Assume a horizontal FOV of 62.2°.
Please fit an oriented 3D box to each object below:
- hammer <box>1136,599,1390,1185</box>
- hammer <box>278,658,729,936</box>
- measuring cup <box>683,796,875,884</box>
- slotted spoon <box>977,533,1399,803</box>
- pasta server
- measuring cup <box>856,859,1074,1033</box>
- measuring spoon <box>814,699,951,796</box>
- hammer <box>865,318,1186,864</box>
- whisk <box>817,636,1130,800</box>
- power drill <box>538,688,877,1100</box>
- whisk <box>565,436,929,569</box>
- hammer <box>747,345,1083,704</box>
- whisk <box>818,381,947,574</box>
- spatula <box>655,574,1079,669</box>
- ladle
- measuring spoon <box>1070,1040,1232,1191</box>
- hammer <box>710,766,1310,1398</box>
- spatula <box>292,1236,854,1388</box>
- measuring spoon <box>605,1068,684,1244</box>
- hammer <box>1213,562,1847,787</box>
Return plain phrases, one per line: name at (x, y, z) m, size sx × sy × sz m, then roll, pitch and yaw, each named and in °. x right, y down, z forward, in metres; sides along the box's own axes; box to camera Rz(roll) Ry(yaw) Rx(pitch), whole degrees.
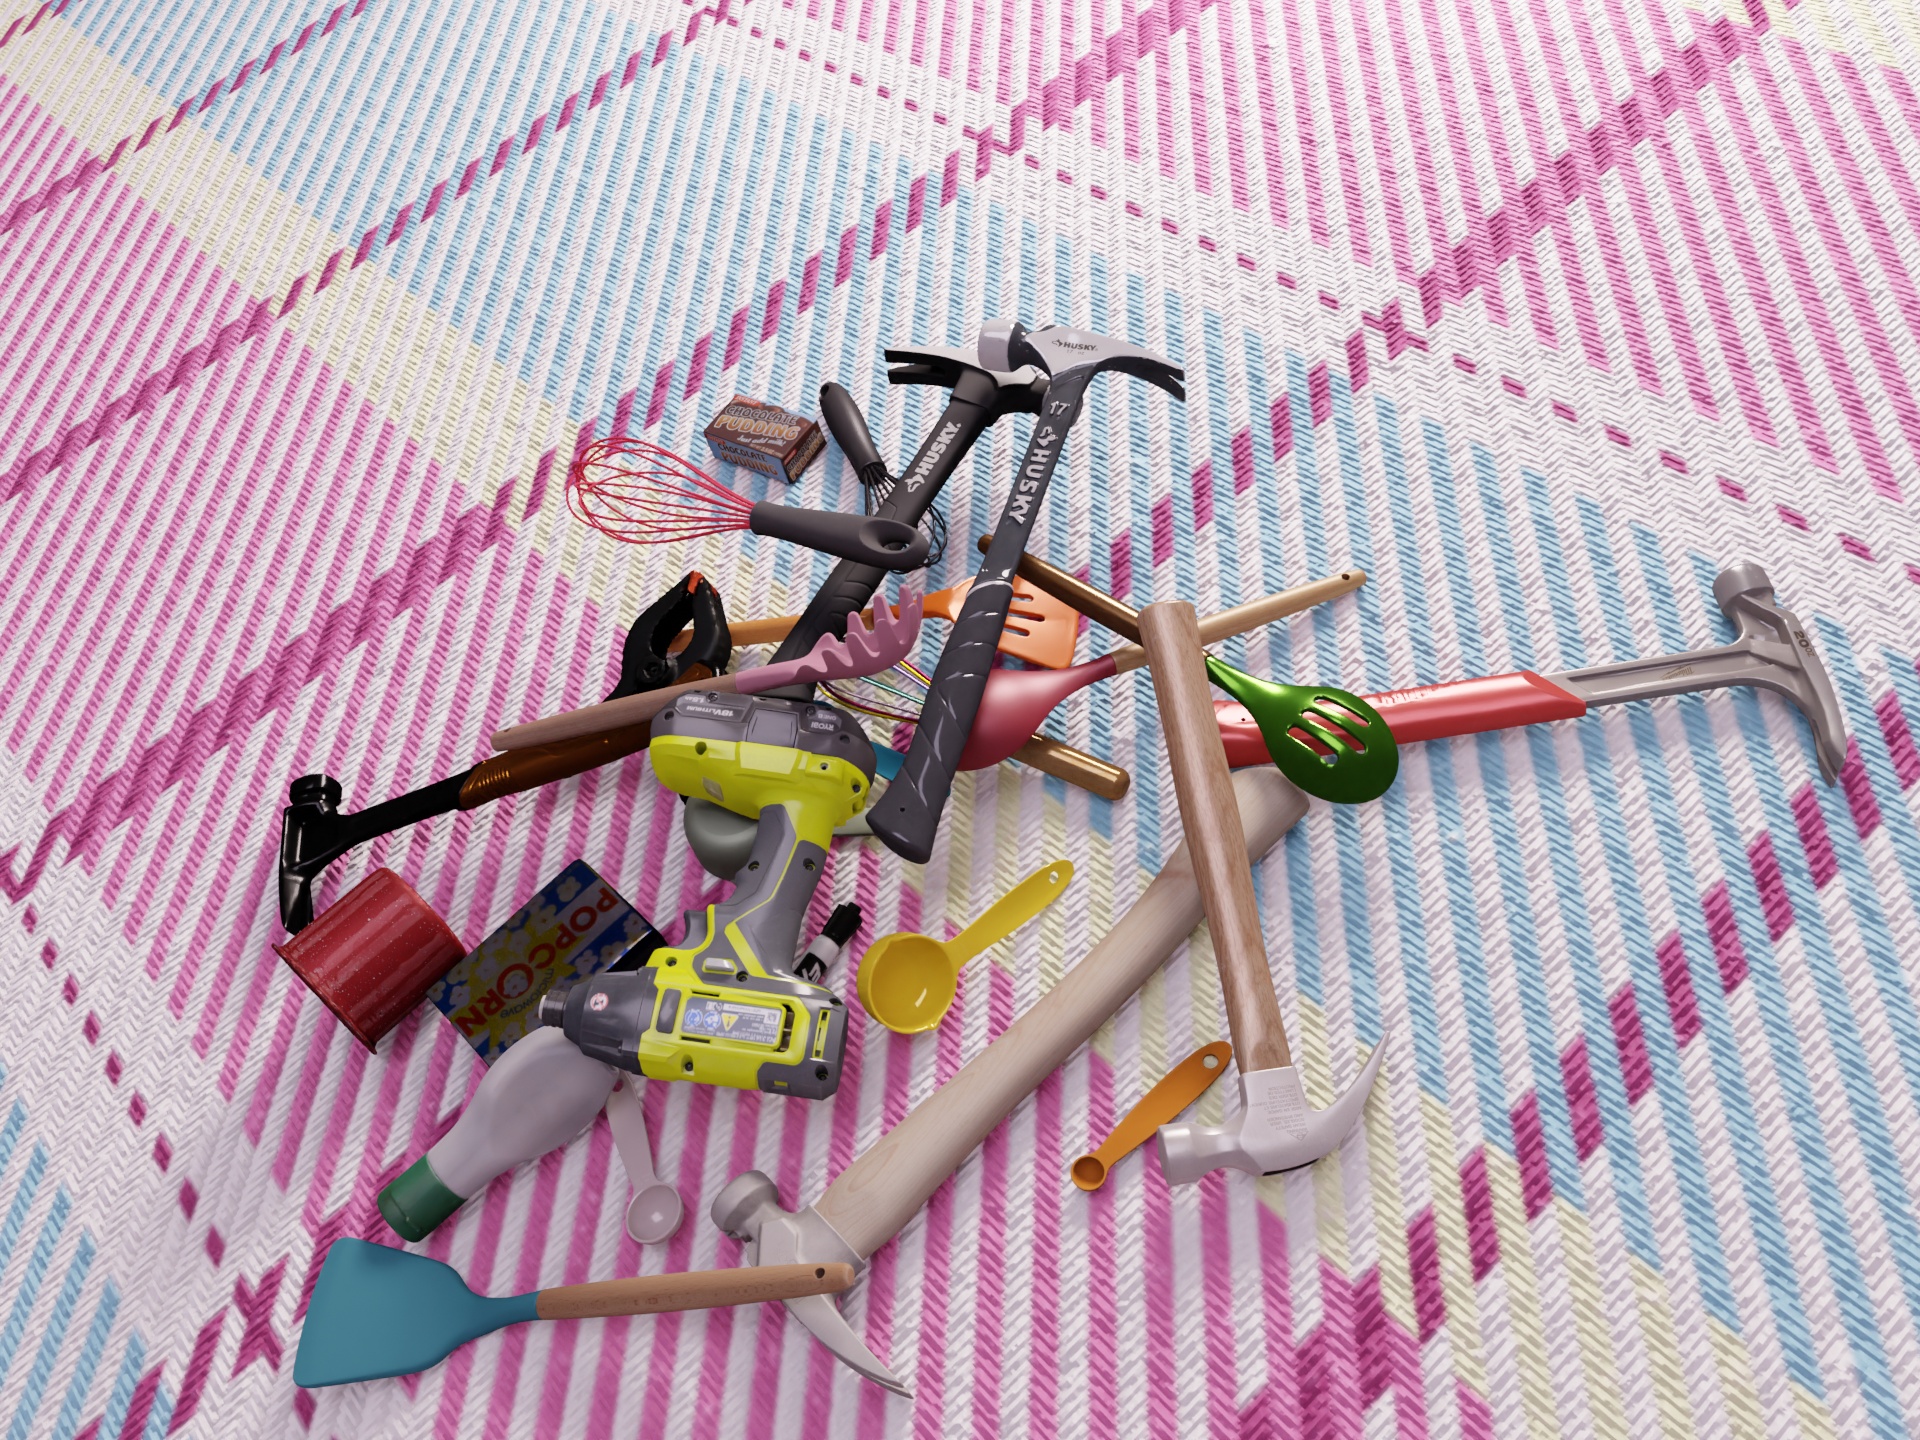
hammer at (0.148, 0.082, 0.887) m, size 0.130 × 0.031 × 0.332 m, roll -8°, pitch 67°, yaw -2°
hammer at (-0.302, 0.041, 1.055) m, size 0.337 × 0.034 × 0.127 m, roll -21°, pitch 53°, yaw 10°
measuring cup at (-0.098, 0.058, 1.014) m, size 0.167 × 0.038 × 0.083 m, roll -5°, pitch 53°, yaw 14°
slotted spoon at (0.129, -0.044, 0.981) m, size 0.314 × 0.031 × 0.070 m, roll 33°, pitch 69°, yaw 29°
pasta server at (-0.163, -0.024, 0.987) m, size 0.316 × 0.040 × 0.060 m, roll -12°, pitch 23°, yaw 20°
measuring cup at (0.004, 0.126, 0.941) m, size 0.156 × 0.062 × 0.029 m, roll -33°, pitch 16°, yaw -26°
measuring spoon at (-0.061, 0.026, 1.047) m, size 0.129 × 0.021 × 0.042 m, roll 25°, pitch 63°, yaw 19°
hammer at (0.029, -0.094, 1.003) m, size 0.149 × 0.036 × 0.409 m, roll 11°, pitch 61°, yaw 17°
whisk at (-0.001, -0.005, 1.029) m, size 0.245 × 0.051 × 0.047 m, roll 23°, pitch 80°, yaw 23°
power drill at (-0.140, 0.100, 0.930) m, size 0.171 × 0.080 × 0.223 m, roll 8°, pitch 62°, yaw 2°
whisk at (-0.149, -0.139, 1.058) m, size 0.296 × 0.073 × 0.073 m, roll 15°, pitch 60°, yaw 27°
hammer at (-0.053, -0.132, 1.078) m, size 0.146 × 0.035 × 0.335 m, roll 22°, pitch 61°, yaw 19°
whisk at (-0.065, -0.187, 1.183) m, size 0.055 × 0.055 × 0.239 m, roll -24°, pitch 48°, yaw -3°
spatula at (-0.079, -0.062, 1.111) m, size 0.322 × 0.041 × 0.081 m, roll -5°, pitch 53°, yaw 17°
ladle at (0.120, -0.042, 1.014) m, size 0.315 × 0.031 × 0.069 m, roll -20°, pitch 57°, yaw -12°
measuring spoon at (0.105, 0.215, 0.865) m, size 0.117 × 0.011 × 0.021 m, roll -38°, pitch 56°, yaw -18°
hammer at (0.058, 0.178, 0.887) m, size 0.410 × 0.038 × 0.146 m, roll -42°, pitch 56°, yaw -17°
spatula at (-0.205, 0.305, 0.841) m, size 0.317 × 0.044 × 0.082 m, roll -12°, pitch 48°, yaw 19°
measuring spoon at (-0.184, 0.249, 0.916) m, size 0.034 × 0.018 × 0.124 m, roll -31°, pitch 46°, yaw -1°
hammer at (0.320, -0.003, 0.949) m, size 0.359 × 0.036 × 0.149 m, roll -9°, pitch 53°, yaw 8°
